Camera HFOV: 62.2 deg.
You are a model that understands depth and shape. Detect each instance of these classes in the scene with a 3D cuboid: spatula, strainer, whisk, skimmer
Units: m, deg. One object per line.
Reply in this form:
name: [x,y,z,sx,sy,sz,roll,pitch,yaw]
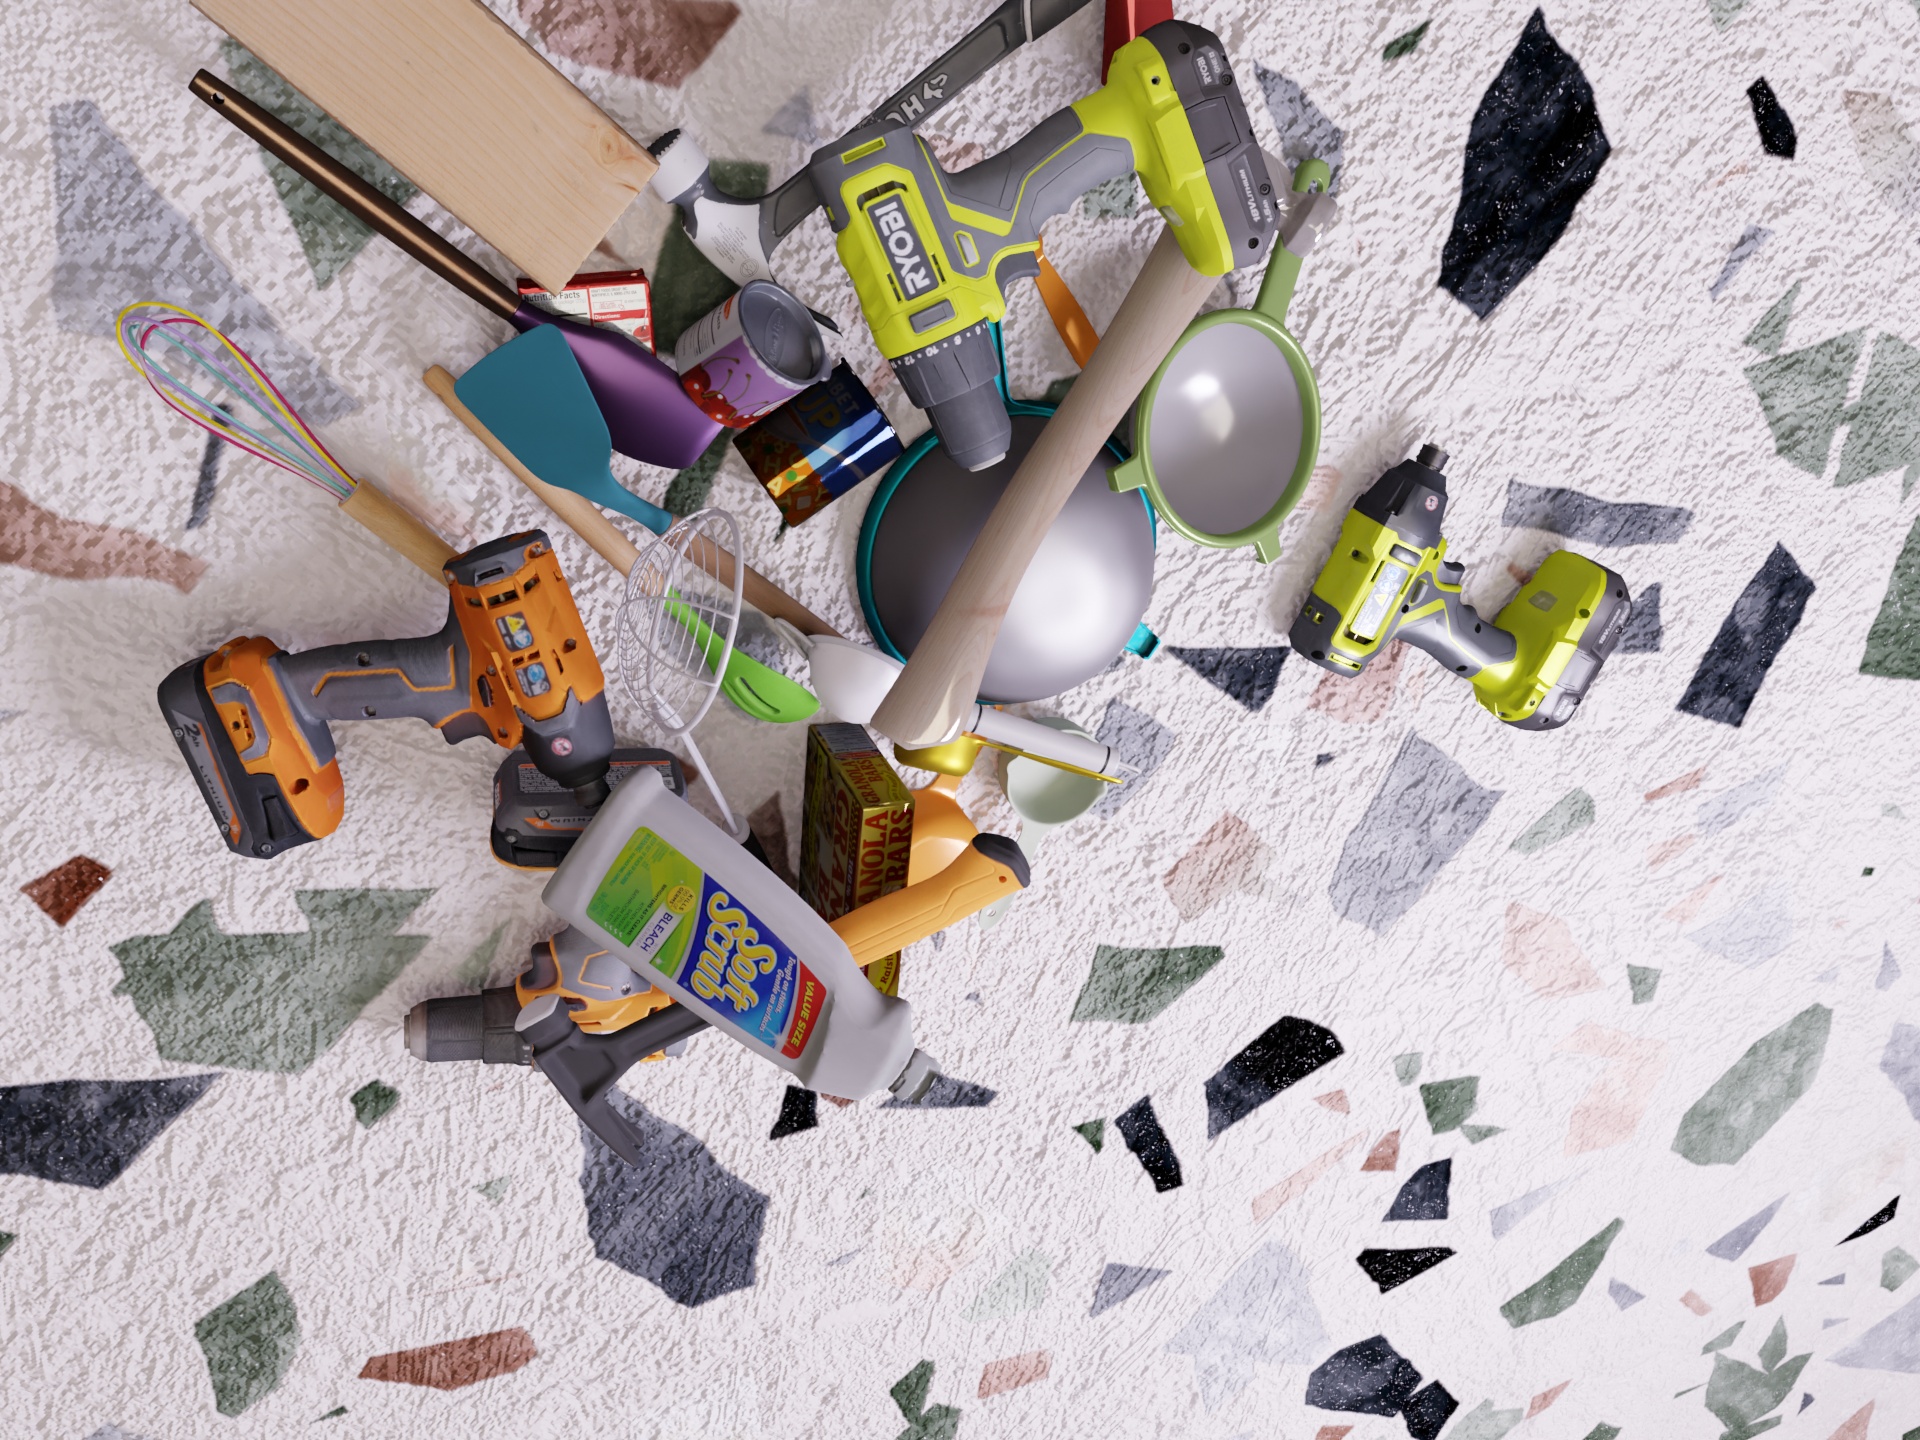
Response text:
spatula: [-0.158,-0.114,0.957,0.082,0.044,0.317,-23,141,28]
strainer: [0.174,-0.239,1.031,0.151,0.069,0.256,19,89,-34]
strainer: [-0.002,-0.003,1.015,0.258,0.087,0.050,18,73,-12]
whisk: [-0.357,-0.143,0.888,0.047,0.051,0.244,-48,124,0]
skimmer: [-0.128,0.025,0.982,0.090,0.127,0.362,-16,140,0]
strainer: [0.036,-0.149,0.995,0.211,0.095,0.340,-15,118,-12]
spatula: [-0.263,-0.235,0.856,0.315,0.018,0.060,35,106,-30]

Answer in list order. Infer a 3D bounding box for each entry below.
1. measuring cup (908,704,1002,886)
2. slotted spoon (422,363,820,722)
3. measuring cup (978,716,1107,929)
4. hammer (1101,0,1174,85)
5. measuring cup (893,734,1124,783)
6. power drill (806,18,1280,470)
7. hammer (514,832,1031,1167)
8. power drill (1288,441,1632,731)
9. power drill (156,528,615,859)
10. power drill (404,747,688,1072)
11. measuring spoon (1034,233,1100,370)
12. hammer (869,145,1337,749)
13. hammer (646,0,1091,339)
measuring cup: [-0.006,0.062,1.107,0.095,0.052,0.173,22,104,-27]
slotted spoon: [-0.202,-0.096,0.965,0.313,0.070,0.031,46,62,-25]
measuring cup: [0.045,0.073,1.141,0.083,0.038,0.167,15,110,-26]
hammer: [0.098,-0.537,0.866,0.149,0.037,0.358,-5,116,-18]
measuring cup: [0.030,0.032,1.061,0.156,0.062,0.029,14,87,5]
power drill: [0.052,-0.263,0.878,0.228,0.080,0.190,-24,106,0]
hammer: [-0.106,0.164,0.997,0.337,0.034,0.127,-27,111,10]
power drill: [0.369,-0.092,1.158,0.223,0.080,0.171,19,107,-23]
power drill: [-0.316,0.001,0.915,0.226,0.084,0.164,-19,106,1]
power drill: [-0.267,0.133,1.035,0.185,0.084,0.226,-1,119,-18]
measuring spoon: [0.067,-0.258,1.003,0.021,0.011,0.116,-36,121,-1]
hammer: [0.057,-0.169,0.940,0.146,0.038,0.410,31,89,-4]
hammer: [0.024,-0.377,0.887,0.409,0.036,0.149,-35,124,9]
